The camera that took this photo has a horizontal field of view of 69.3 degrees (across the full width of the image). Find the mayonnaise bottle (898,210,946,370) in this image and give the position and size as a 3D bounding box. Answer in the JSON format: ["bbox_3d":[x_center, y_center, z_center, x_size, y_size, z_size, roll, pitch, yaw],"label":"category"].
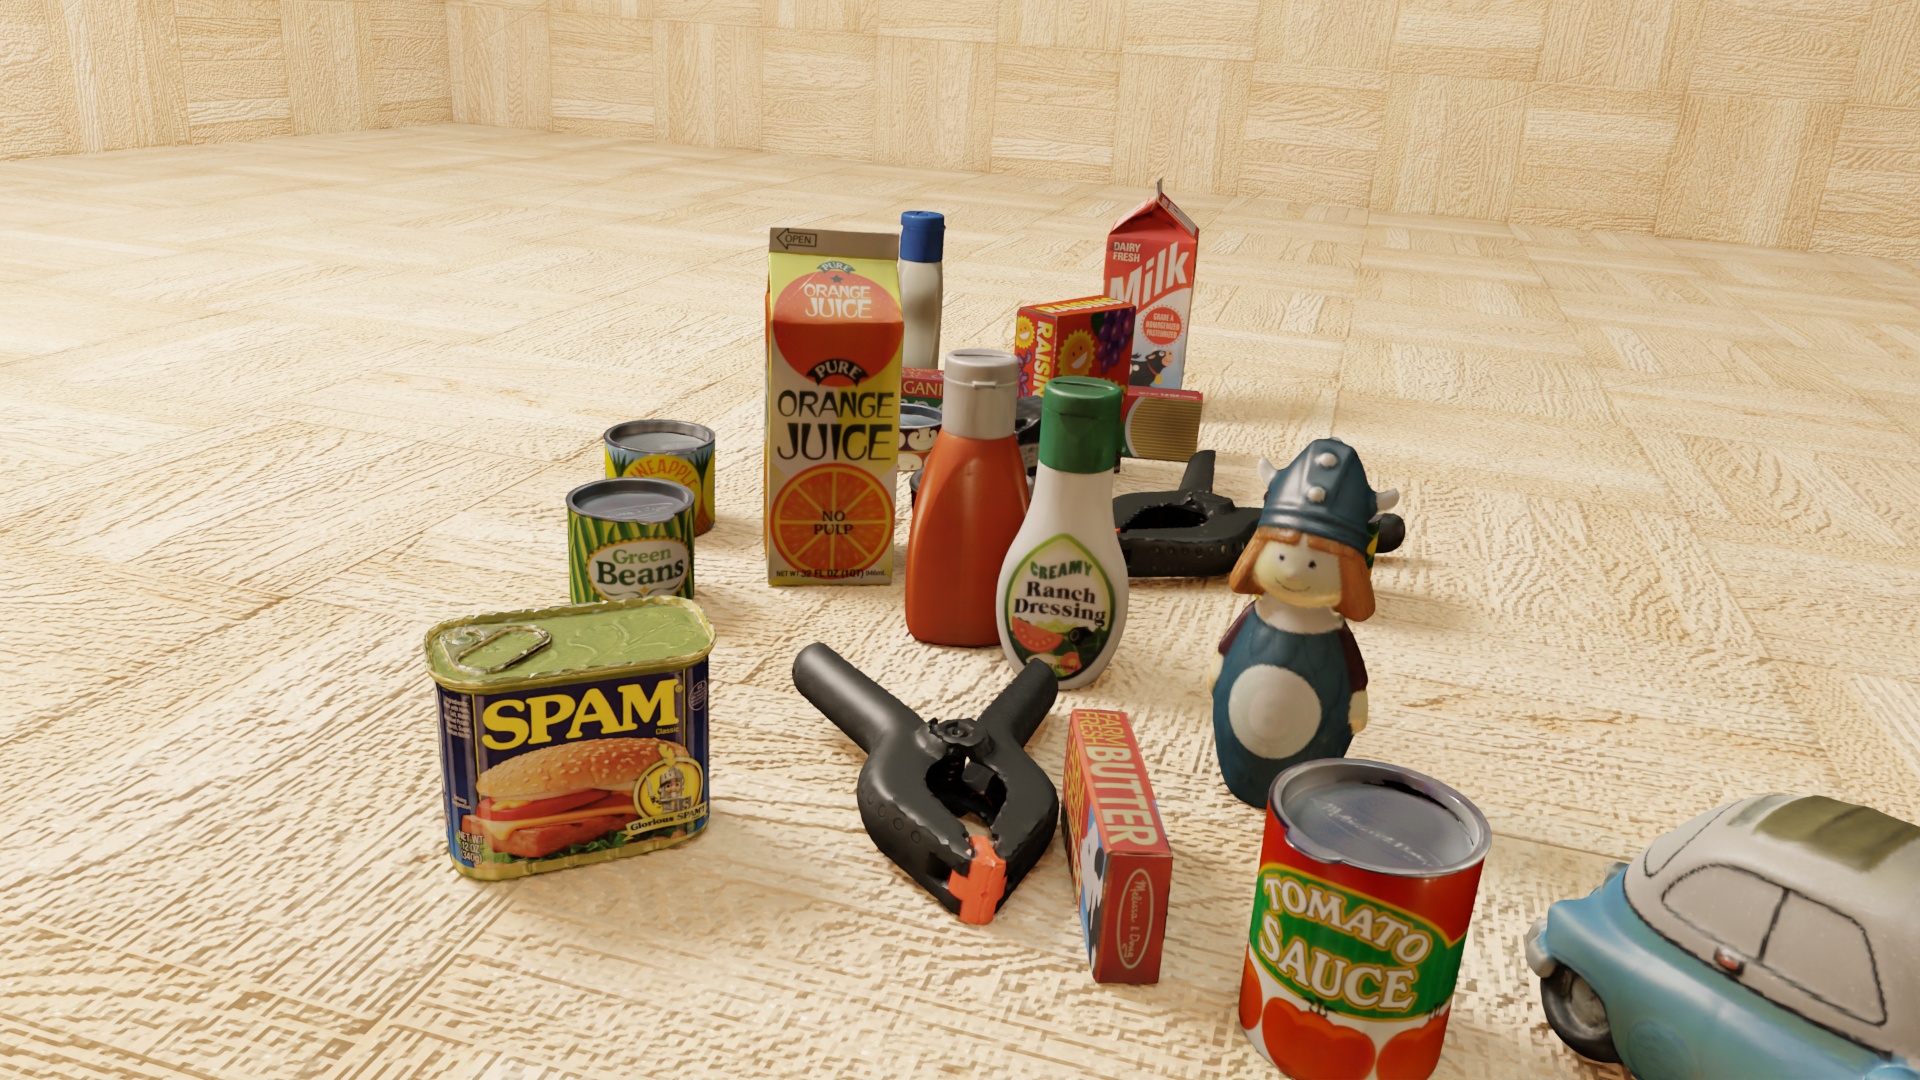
[{"bbox_3d":[-0.036,-0.199,1.164,0.041,0.147,0.065,3,20,-3],"label":"mayonnaise bottle"}]

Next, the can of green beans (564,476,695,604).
[{"bbox_3d":[-0.173,0.004,0.733,0.071,0.057,0.071,3,21,-1],"label":"can of green beans"}]

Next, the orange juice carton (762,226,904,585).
[{"bbox_3d":[-0.072,-0.076,0.772,0.072,0.191,0.073,0,21,-10],"label":"orange juice carton"}]

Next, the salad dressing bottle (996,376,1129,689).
[{"bbox_3d":[0.052,-0.003,0.664,0.064,0.147,0.044,7,21,9],"label":"salad dressing bottle"}]

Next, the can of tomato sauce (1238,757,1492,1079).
[{"bbox_3d":[0.125,0.122,0.439,0.071,0.082,0.071,3,21,-1],"label":"can of tomato sauce"}]

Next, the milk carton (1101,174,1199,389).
[{"bbox_3d":[0.153,-0.200,1.138,0.073,0.189,0.072,7,21,9],"label":"milk carton"}]

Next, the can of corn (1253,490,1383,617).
[{"bbox_3d":[0.202,0.007,0.789,0.071,0.058,0.071,3,21,-1],"label":"can of corn"}]

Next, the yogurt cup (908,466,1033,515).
[{"bbox_3d":[0.003,-0.010,0.805,0.072,0.053,0.072,3,21,-1],"label":"yogurt cup"}]

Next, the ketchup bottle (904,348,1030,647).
[{"bbox_3d":[0.007,-0.021,0.701,0.065,0.148,0.044,1,20,-6],"label":"ketchup bottle"}]

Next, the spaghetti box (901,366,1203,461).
[{"bbox_3d":[0.055,-0.096,1.044,0.250,0.050,0.029,5,20,3],"label":"spaghetti box"}]

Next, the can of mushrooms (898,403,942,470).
[{"bbox_3d":[-0.044,-0.075,0.996,0.071,0.033,0.071,3,21,-1],"label":"can of mushrooms"}]

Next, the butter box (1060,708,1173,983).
[{"bbox_3d":[0.055,0.108,0.507,0.024,0.053,0.104,2,21,-3],"label":"butter box"}]

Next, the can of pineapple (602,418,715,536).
[{"bbox_3d":[-0.181,-0.036,0.837,0.071,0.057,0.071,3,21,-1],"label":"can of pineapple"}]

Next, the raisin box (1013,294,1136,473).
[{"bbox_3d":[0.077,-0.104,0.966,0.086,0.123,0.040,-15,28,-41],"label":"raisin box"}]
